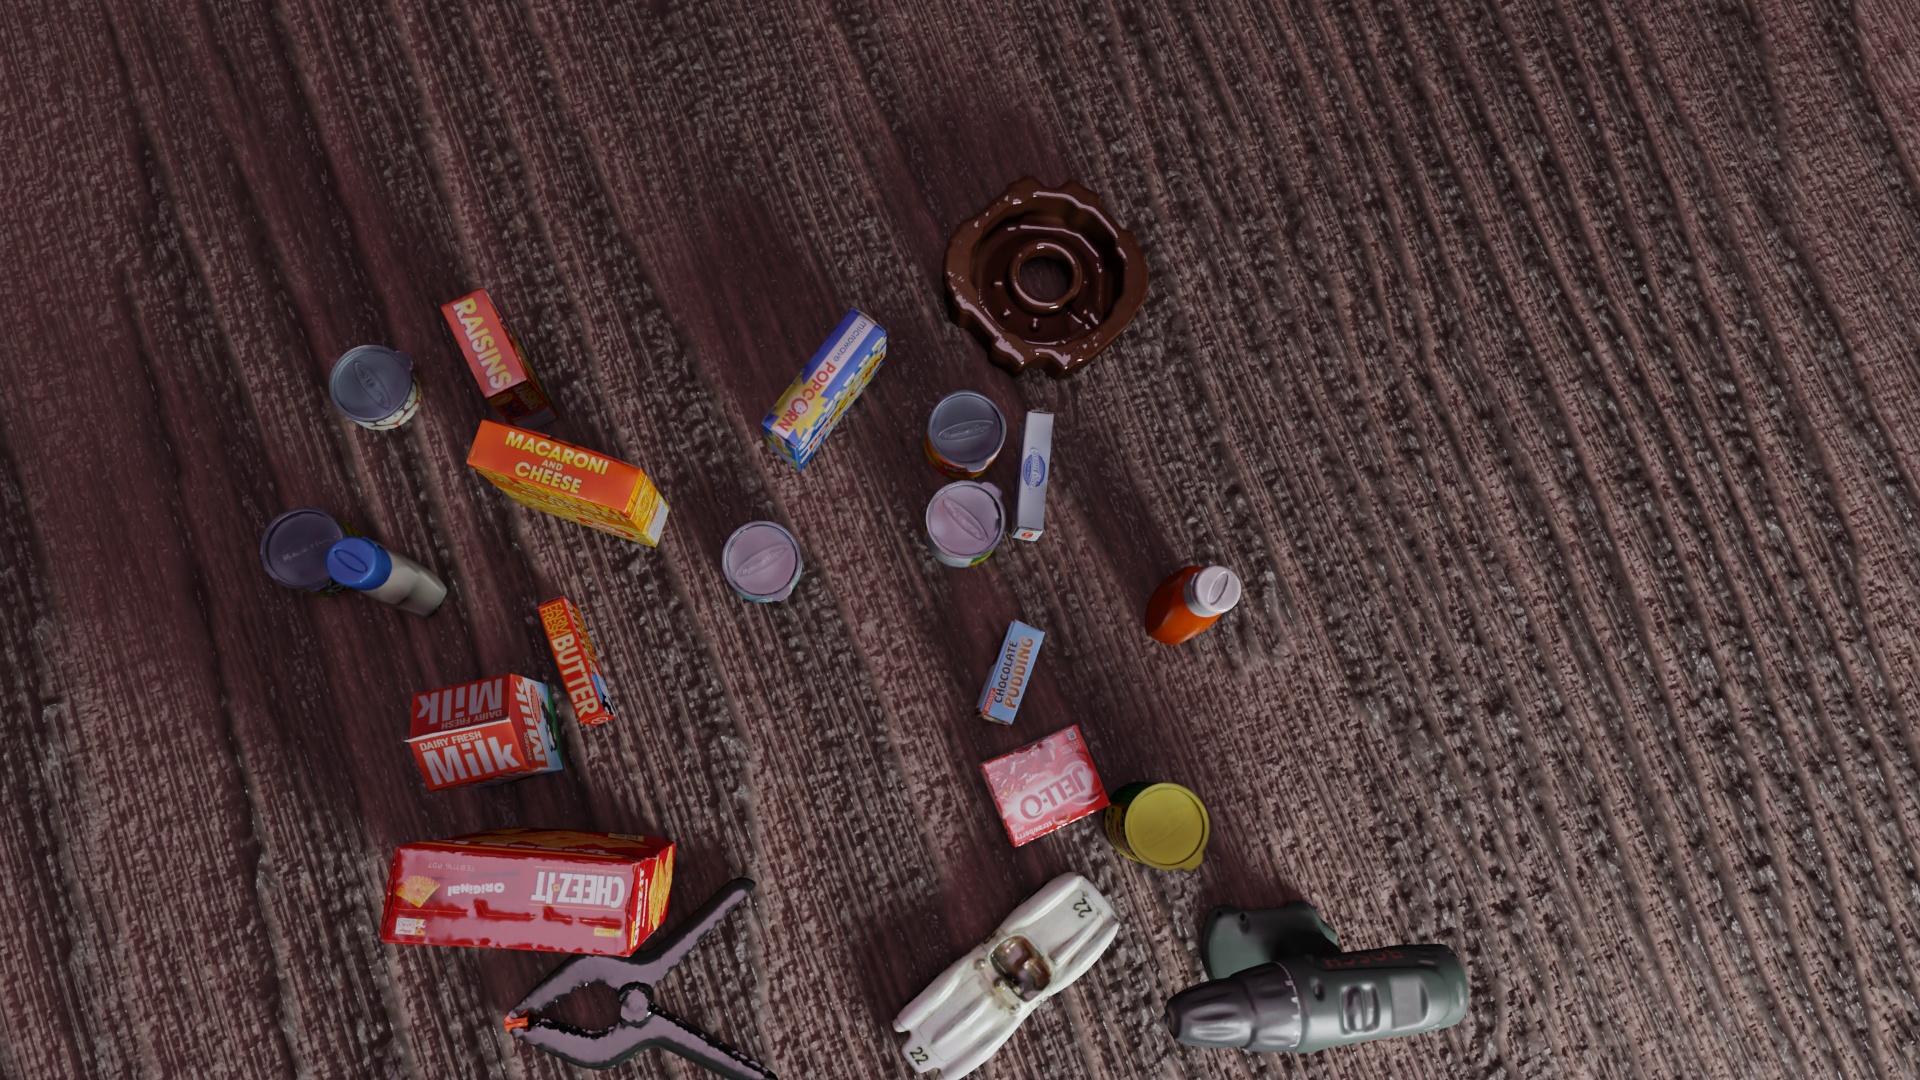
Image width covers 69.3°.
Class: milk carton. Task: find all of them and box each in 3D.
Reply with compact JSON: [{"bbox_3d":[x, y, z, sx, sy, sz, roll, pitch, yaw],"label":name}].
[{"bbox_3d":[-0.355,0.145,1.045,0.072,0.190,0.073,-12,82,-7],"label":"milk carton"}]

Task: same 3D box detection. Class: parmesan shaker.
[{"bbox_3d":[0.157,0.231,1.119,0.071,0.103,0.071,1,80,-5],"label":"parmesan shaker"}]

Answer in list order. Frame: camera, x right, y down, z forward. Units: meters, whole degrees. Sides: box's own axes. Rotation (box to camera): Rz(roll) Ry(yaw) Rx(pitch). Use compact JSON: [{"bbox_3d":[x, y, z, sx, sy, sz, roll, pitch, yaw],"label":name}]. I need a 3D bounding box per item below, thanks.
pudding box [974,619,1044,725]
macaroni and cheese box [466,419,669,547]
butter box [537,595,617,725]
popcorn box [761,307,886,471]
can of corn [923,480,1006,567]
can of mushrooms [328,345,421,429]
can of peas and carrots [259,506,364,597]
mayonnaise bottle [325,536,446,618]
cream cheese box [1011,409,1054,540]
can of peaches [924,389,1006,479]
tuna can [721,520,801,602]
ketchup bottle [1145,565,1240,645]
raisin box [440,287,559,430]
[{"bbox_3d":[0.040,0.110,1.157,0.030,0.049,0.084,21,79,-1],"label":"pudding box"},{"bbox_3d":[-0.304,-0.043,1.095,0.124,0.166,0.040,17,80,-2],"label":"macaroni and cheese box"},{"bbox_3d":[-0.311,0.099,1.127,0.024,0.053,0.103,-21,83,-8],"label":"butter box"},{"bbox_3d":[-0.113,-0.126,1.168,0.038,0.085,0.127,36,79,2],"label":"popcorn box"},{"bbox_3d":[0.004,-0.015,1.172,0.071,0.058,0.071,1,80,-5],"label":"can of corn"},{"bbox_3d":[-0.487,-0.129,1.162,0.071,0.033,0.071,1,80,-5],"label":"can of mushrooms"},{"bbox_3d":[-0.519,0.012,1.122,0.071,0.058,0.071,1,80,-5],"label":"can of peas and carrots"},{"bbox_3d":[-0.449,0.026,1.080,0.065,0.148,0.041,33,79,1],"label":"mayonnaise bottle"},{"bbox_3d":[0.061,-0.055,1.187,0.024,0.053,0.104,6,80,-4],"label":"cream cheese box"},{"bbox_3d":[0.003,-0.087,1.185,0.071,0.058,0.071,1,80,-5],"label":"can of peaches"},{"bbox_3d":[-0.165,0.020,1.164,0.071,0.032,0.071,1,80,-5],"label":"tuna can"},{"bbox_3d":[0.189,0.048,1.131,0.043,0.148,0.065,27,79,0],"label":"ketchup bottle"},{"bbox_3d":[-0.372,-0.143,1.129,0.040,0.123,0.086,-26,84,-8],"label":"raisin box"}]
